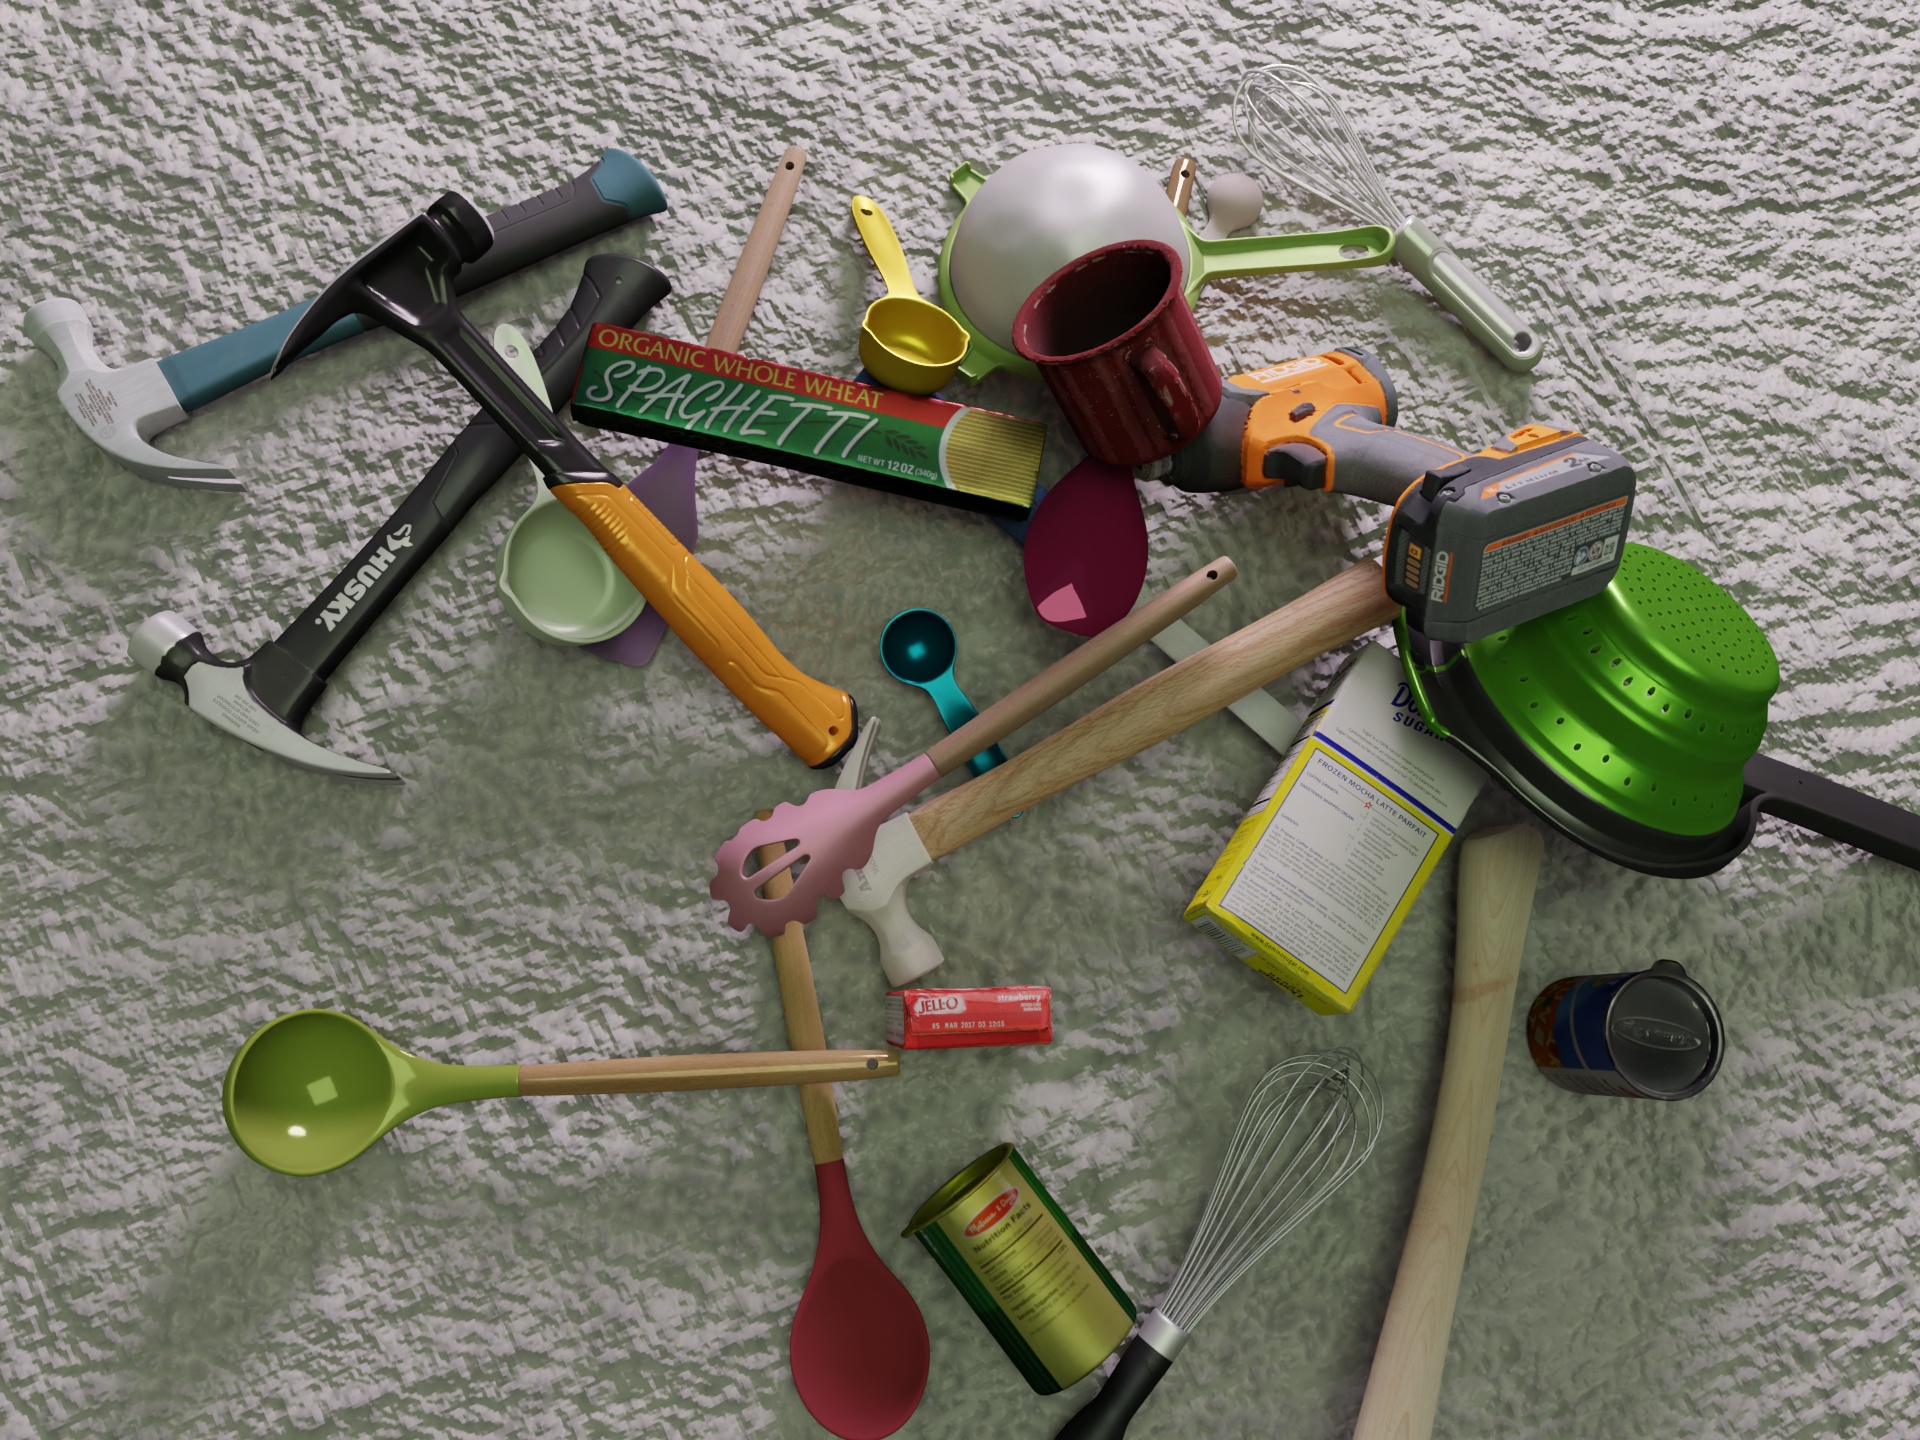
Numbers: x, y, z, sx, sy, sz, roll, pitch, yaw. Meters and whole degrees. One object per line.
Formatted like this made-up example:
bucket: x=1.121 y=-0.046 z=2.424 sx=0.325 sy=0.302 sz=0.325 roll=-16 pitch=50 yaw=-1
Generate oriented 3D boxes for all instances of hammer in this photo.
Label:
hammer: x=-0.177 y=-0.095 z=0.794 sx=0.336 sy=0.034 sz=0.127 roll=47 pitch=64 yaw=-17
hammer: x=0.078 y=0.005 z=0.836 sx=0.331 sy=0.031 sz=0.130 roll=-29 pitch=85 yaw=0
hammer: x=-0.315 y=-0.229 z=0.857 sx=0.331 sy=0.033 sz=0.128 roll=-29 pitch=83 yaw=-12
hammer: x=0.260 y=0.253 z=0.833 sx=0.146 sy=0.038 sz=0.411 roll=26 pitch=71 yaw=-25
hammer: x=-0.266 y=-0.118 z=0.842 sx=0.146 sy=0.035 sz=0.335 roll=36 pitch=76 yaw=1
hammer: x=0.098 y=-0.057 z=0.881 sx=0.405 sy=0.035 sz=0.144 roll=41 pitch=76 yaw=1

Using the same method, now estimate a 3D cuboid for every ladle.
ladle: x=-0.189 y=0.175 z=0.774 sx=0.320 sy=0.062 sz=0.078 roll=-2 pitch=80 yaw=-5
ladle: x=-0.073 y=0.199 z=0.812 sx=0.069 sy=0.031 sz=0.315 roll=-10 pitch=79 yaw=-10

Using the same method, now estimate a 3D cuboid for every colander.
colander: x=0.426 y=-0.001 z=0.854 sx=0.397 sy=0.094 sz=0.205 roll=18 pitch=42 yaw=-16

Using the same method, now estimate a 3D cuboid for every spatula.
spatula: x=-0.144 y=-0.181 z=0.880 sx=0.060 sy=0.018 sz=0.316 roll=19 pitch=78 yaw=-2

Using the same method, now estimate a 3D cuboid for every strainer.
strainer: x=0.112 y=-0.269 z=0.876 sx=0.256 sy=0.069 sz=0.152 roll=-3 pitch=67 yaw=4

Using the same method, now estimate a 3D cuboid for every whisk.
whisk: x=0.256 y=-0.297 z=0.947 sx=0.246 sy=0.059 sz=0.058 roll=43 pitch=88 yaw=-3
whisk: x=0.122 y=0.285 z=0.809 sx=0.070 sy=0.070 sz=0.284 roll=37 pitch=81 yaw=0

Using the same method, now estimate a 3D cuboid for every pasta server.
pasta server: x=0.008 y=0.008 z=0.811 sx=0.316 sy=0.040 sz=0.060 roll=-34 pitch=85 yaw=-5

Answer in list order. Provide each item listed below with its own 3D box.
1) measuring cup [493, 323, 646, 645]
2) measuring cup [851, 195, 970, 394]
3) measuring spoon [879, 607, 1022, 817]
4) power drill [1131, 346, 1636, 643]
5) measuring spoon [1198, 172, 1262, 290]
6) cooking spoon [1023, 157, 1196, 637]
measuring cup: x=-0.214 y=-0.118 z=0.819 sx=0.083 sy=0.038 sz=0.167 roll=-17 pitch=91 yaw=-30
measuring cup: x=-0.040 y=-0.237 z=0.885 sx=0.062 sy=0.029 sz=0.157 roll=0 pitch=50 yaw=-24
measuring spoon: x=-0.001 y=-0.003 z=0.870 sx=0.042 sy=0.021 sz=0.128 roll=-31 pitch=94 yaw=-3
power drill: x=0.205 y=-0.124 z=0.820 sx=0.164 sy=0.227 sz=0.084 roll=-19 pitch=126 yaw=-24
measuring spoon: x=0.143 y=-0.275 z=0.939 sx=0.034 sy=0.018 sz=0.124 roll=31 pitch=77 yaw=-2
cooking spoon: x=0.096 y=-0.190 z=0.893 sx=0.068 sy=0.017 sz=0.319 roll=18 pitch=68 yaw=-7
